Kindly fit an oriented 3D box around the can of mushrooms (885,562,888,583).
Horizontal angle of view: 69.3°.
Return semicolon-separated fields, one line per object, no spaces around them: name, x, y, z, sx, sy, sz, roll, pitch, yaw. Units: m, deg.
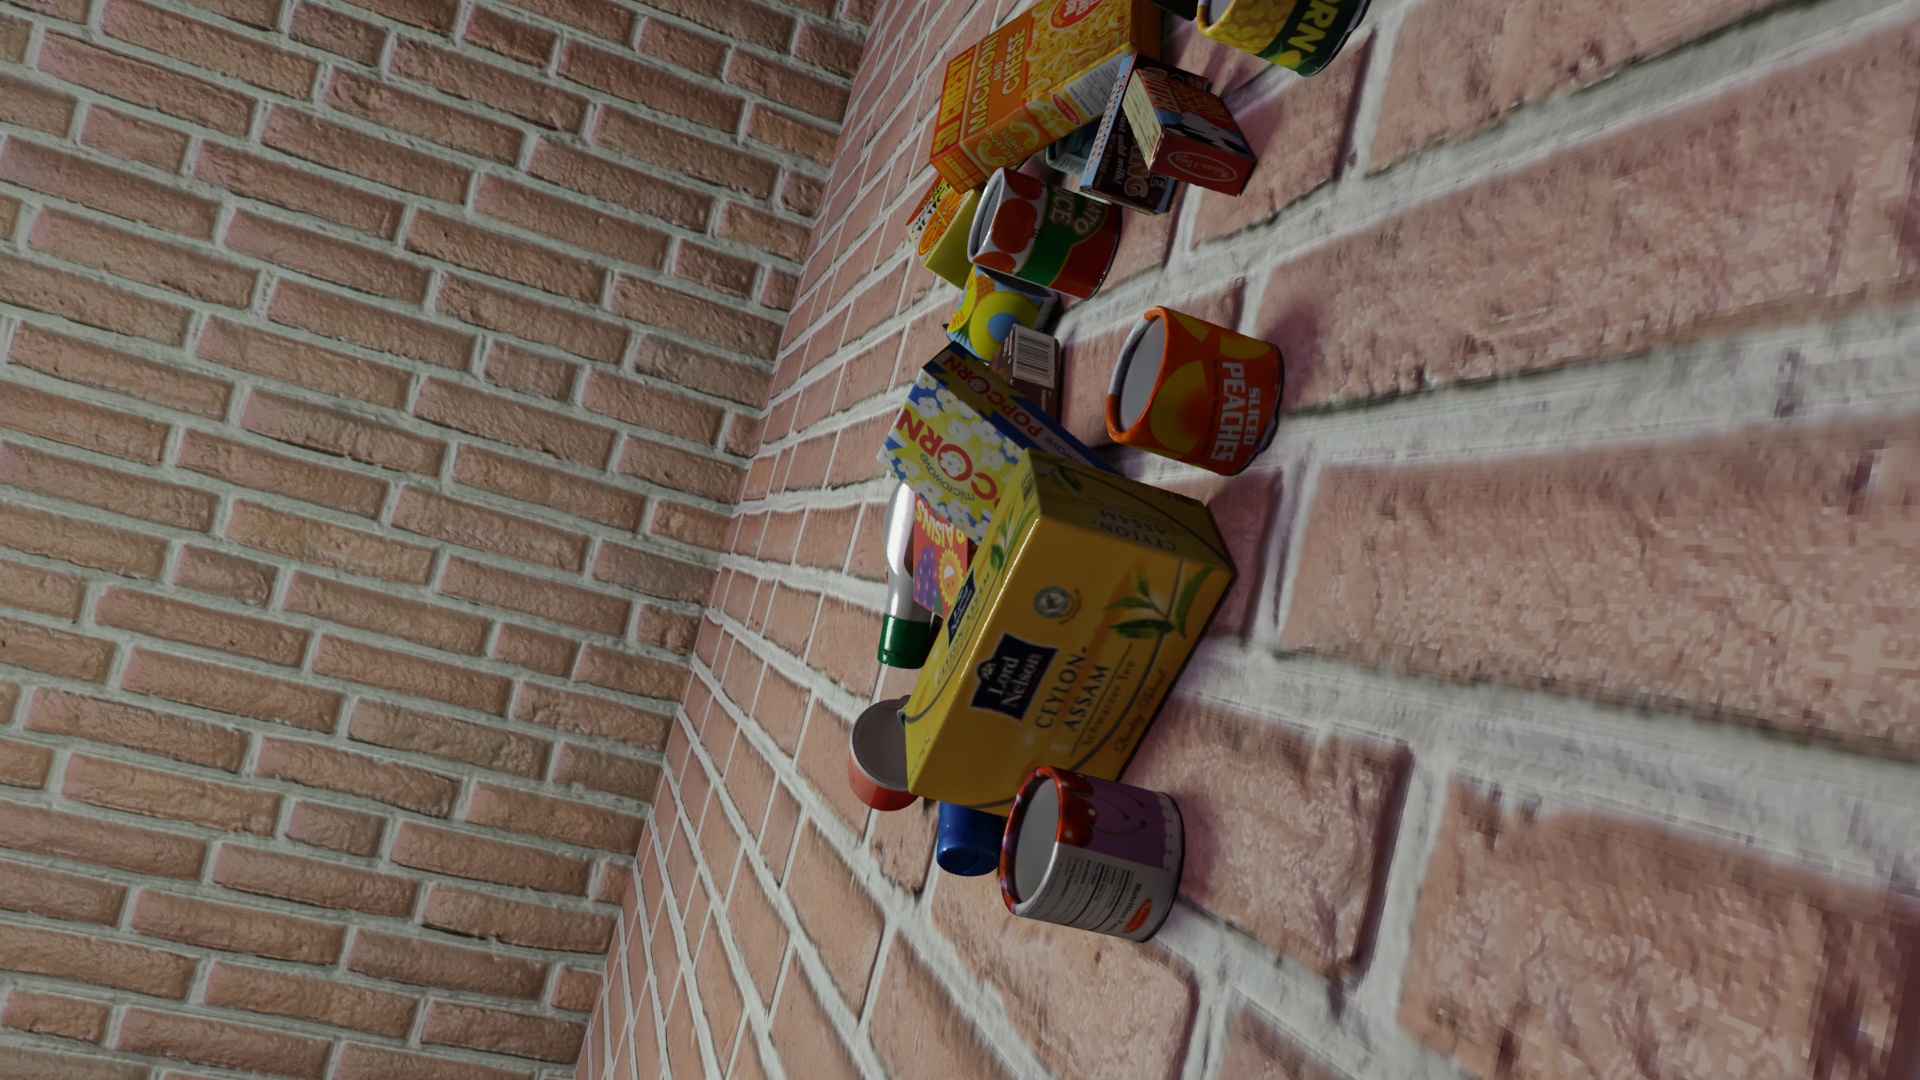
can of mushrooms;-0.035;0.010;1.119;0.071;0.033;0.071;-162;89;-75

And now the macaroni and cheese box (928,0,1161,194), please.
macaroni and cheese box;0.060;-0.325;0.964;0.166;0.040;0.124;-22;44;33

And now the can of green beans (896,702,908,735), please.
can of green beans;0.008;0.098;0.768;0.058;0.071;0.071;-44;5;-20

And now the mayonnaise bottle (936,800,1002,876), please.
mayonnaise bottle;0.007;0.125;0.828;0.064;0.041;0.149;119;161;-45

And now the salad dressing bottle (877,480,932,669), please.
salad dressing bottle;-0.034;0.023;1.061;0.044;0.064;0.147;0;-78;-64

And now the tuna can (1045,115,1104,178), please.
tuna can;0.089;-0.297;0.992;0.071;0.033;0.071;-163;89;-75

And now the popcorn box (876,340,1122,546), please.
popcorn box;0.020;-0.042;0.800;0.038;0.127;0.084;-43;-10;-41

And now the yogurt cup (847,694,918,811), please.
yogurt cup;-0.047;0.151;0.957;0.053;0.072;0.073;112;166;-52

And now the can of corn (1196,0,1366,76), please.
can of corn;0.155;-0.266;0.669;0.071;0.058;0.071;-163;89;-75

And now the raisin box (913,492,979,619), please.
raisin box;0.003;-0.011;0.897;0.086;0.040;0.123;24;115;61

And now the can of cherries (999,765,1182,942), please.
can of cherries;0.055;0.135;0.609;0.071;0.058;0.071;-163;89;-75

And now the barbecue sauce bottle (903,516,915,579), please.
barbecue sauce bottle;-0.001;-0.038;1.003;0.064;0.043;0.149;53;-136;-52

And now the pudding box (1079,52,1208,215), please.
pudding box;0.109;-0.241;0.828;0.030;0.050;0.083;-130;58;-74

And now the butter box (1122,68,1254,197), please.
butter box;0.122;-0.224;0.757;0.104;0.053;0.024;-94;22;-54

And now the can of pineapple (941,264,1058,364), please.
can of pineapple;0.028;-0.164;1.001;0.071;0.071;0.057;-102;32;-60

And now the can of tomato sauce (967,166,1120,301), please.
can of tomato sauce;0.055;-0.205;0.920;0.071;0.083;0.071;-163;89;-75

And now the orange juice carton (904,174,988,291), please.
orange juice carton;0.007;-0.259;1.146;0.071;0.073;0.193;-55;20;16

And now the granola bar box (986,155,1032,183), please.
granola bar box;0.050;-0.357;1.108;0.124;0.039;0.166;-43;26;18

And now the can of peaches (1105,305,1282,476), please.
can of peaches;0.106;-0.068;0.639;0.071;0.058;0.071;-162;89;-76
